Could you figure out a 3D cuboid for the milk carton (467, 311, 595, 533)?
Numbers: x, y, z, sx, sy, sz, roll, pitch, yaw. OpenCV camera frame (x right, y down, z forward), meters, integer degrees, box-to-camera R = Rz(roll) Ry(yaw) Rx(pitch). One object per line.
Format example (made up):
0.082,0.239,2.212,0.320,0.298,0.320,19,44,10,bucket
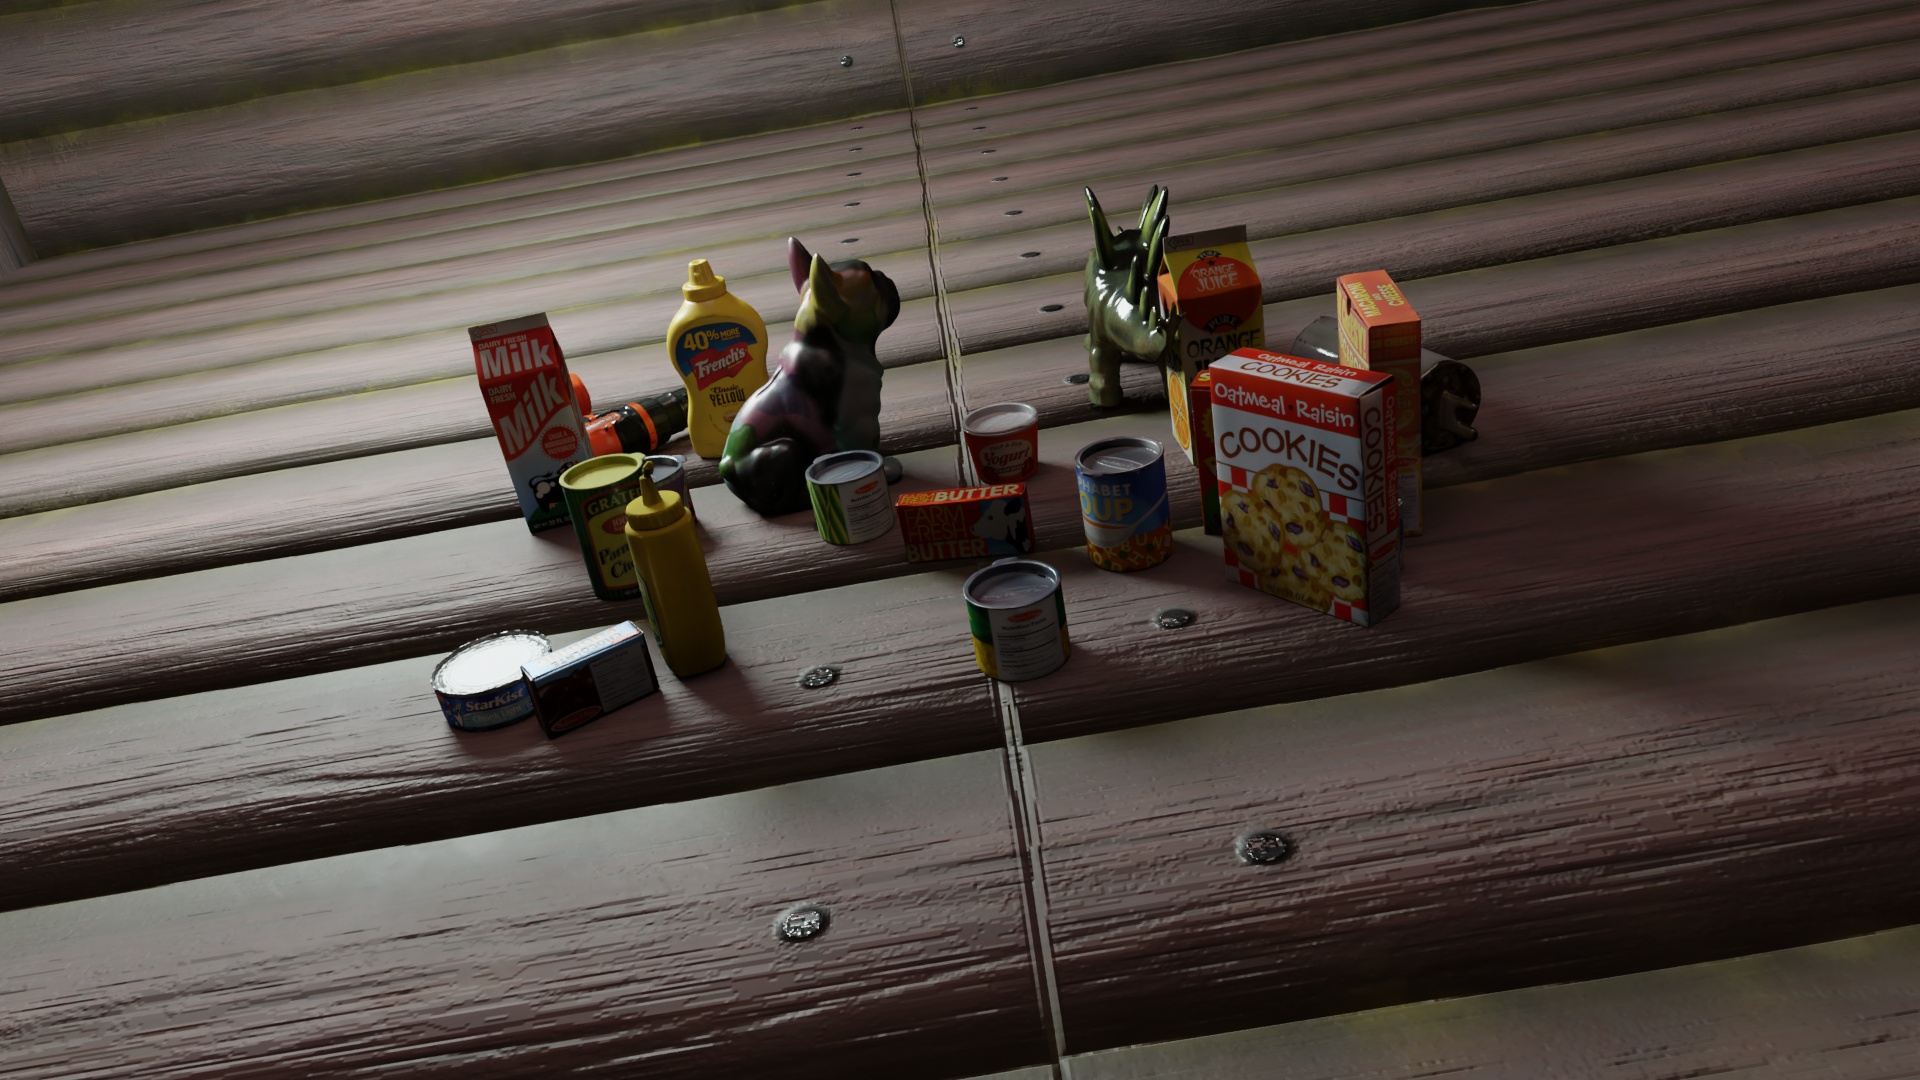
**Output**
-0.387,-0.112,1.271,0.072,0.189,0.074,-14,26,-9,milk carton

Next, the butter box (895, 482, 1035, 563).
0.004,-0.014,1.092,0.103,0.053,0.024,-5,26,10,butter box

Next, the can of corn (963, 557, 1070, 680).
0.039,0.053,0.940,0.071,0.058,0.071,-8,26,4,can of corn

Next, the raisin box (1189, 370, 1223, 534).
0.222,-0.066,1.040,0.086,0.122,0.040,2,28,23,raisin box

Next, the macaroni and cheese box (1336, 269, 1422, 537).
0.311,-0.102,1.034,0.040,0.165,0.124,-7,26,7,macaroni and cheese box

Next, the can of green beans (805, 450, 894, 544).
-0.092,-0.036,1.166,0.071,0.057,0.071,-8,26,4,can of green beans

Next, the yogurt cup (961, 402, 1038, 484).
0.038,-0.085,1.222,0.072,0.053,0.073,-8,26,4,yogurt cup

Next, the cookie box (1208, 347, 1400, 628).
0.231,-0.038,0.931,0.040,0.166,0.123,-27,31,-32,cookie box

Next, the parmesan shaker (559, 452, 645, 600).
-0.276,-0.011,1.129,0.071,0.102,0.071,-8,26,4,parmesan shaker

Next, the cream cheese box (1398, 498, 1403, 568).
0.264,-0.010,0.992,0.104,0.053,0.024,13,34,39,cream cheese box

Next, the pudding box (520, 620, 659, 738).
-0.258,0.096,0.967,0.084,0.049,0.030,-25,29,-27,pudding box

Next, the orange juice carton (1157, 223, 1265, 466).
0.213,-0.168,1.171,0.072,0.191,0.073,-11,26,-1,orange juice carton

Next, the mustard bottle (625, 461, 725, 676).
-0.206,0.017,0.983,0.049,0.159,0.065,-19,27,-17,mustard bottle

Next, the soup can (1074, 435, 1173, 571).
0.121,-0.027,1.042,0.071,0.083,0.071,-8,26,4,soup can

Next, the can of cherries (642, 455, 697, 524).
-0.269,-0.036,1.227,0.071,0.058,0.072,-8,26,4,can of cherries
